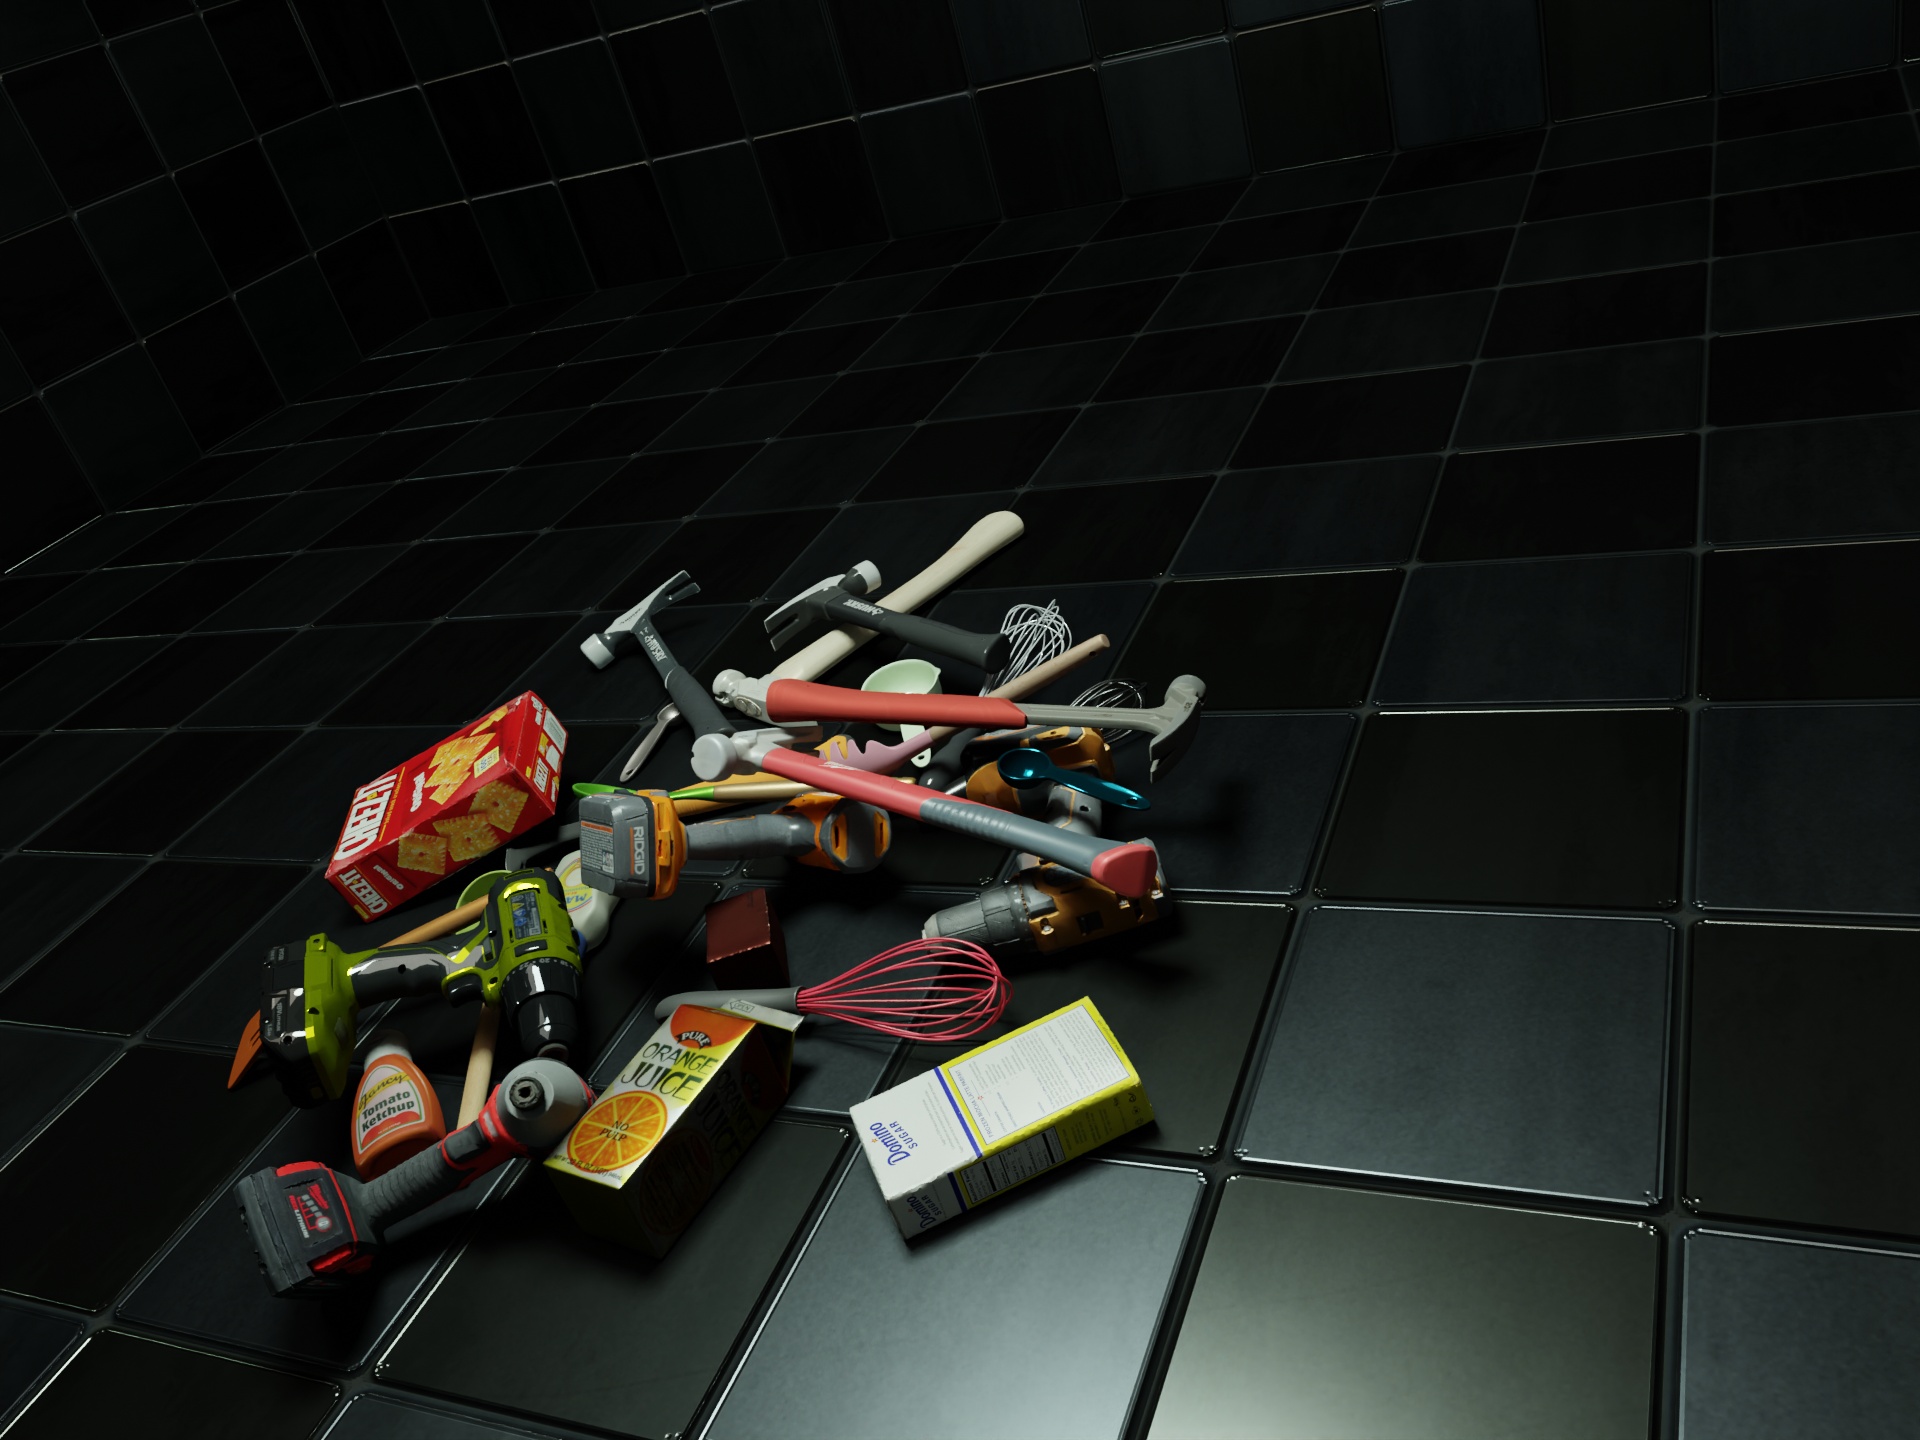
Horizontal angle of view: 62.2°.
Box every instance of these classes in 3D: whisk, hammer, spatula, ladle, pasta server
[{"bbox_3d":[0.030,-0.021,1.471,0.070,0.070,0.285,2,39,31],"label":"whisk"},{"bbox_3d":[-0.018,0.062,1.205,0.386,0.038,0.143,15,12,34],"label":"hammer"},{"bbox_3d":[-0.476,0.203,1.320,0.322,0.041,0.081,-26,32,4],"label":"spatula"},{"bbox_3d":[-0.296,-0.052,1.658,0.149,0.036,0.409,-40,31,-4],"label":"hammer"},{"bbox_3d":[-0.379,0.234,1.257,0.078,0.062,0.320,-21,32,5],"label":"ladle"},{"bbox_3d":[-0.098,0.203,1.158,0.296,0.073,0.073,-9,30,24],"label":"whisk"},{"bbox_3d":[0.007,-0.003,1.260,0.359,0.036,0.149,3,23,21],"label":"hammer"},{"bbox_3d":[-0.255,0.079,1.471,0.337,0.034,0.127,-16,29,2],"label":"hammer"},{"bbox_3d":[-0.064,-0.091,1.562,0.146,0.035,0.335,-32,29,-25],"label":"hammer"},{"bbox_3d":[-0.002,-0.004,1.357,0.316,0.060,0.040,-29,45,31],"label":"pasta server"},{"bbox_3d":[0.063,0.028,1.380,0.239,0.055,0.055,-29,31,-11],"label":"whisk"},{"bbox_3d":[-0.068,-0.117,1.700,0.146,0.038,0.411,17,44,43],"label":"hammer"}]

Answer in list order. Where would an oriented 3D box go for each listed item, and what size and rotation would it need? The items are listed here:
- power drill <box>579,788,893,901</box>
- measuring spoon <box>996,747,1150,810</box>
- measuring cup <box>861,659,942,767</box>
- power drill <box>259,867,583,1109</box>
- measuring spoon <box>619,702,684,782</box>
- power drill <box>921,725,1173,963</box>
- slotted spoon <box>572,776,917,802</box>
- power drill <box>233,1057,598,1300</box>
[{"bbox_3d":[-0.190,0.094,1.296,0.226,0.084,0.164,-2,1,-27],"label":"power drill"},{"bbox_3d":[0.086,0.053,1.206,0.129,0.021,0.042,19,39,27],"label":"measuring spoon"},{"bbox_3d":[-0.045,0.004,1.489,0.083,0.038,0.168,-18,37,0],"label":"measuring cup"},{"bbox_3d":[-0.400,0.211,1.204,0.228,0.080,0.191,-14,37,-12],"label":"power drill"},{"bbox_3d":[-0.311,0.025,1.617,0.034,0.018,0.124,-7,37,32],"label":"measuring spoon"},{"bbox_3d":[0.053,0.096,1.238,0.185,0.084,0.226,-17,34,3],"label":"power drill"},{"bbox_3d":[-0.192,0.064,1.405,0.314,0.031,0.070,-3,2,11],"label":"slotted spoon"},{"bbox_3d":[-0.350,0.295,1.055,0.219,0.143,0.079,-25,73,-13],"label":"power drill"}]
